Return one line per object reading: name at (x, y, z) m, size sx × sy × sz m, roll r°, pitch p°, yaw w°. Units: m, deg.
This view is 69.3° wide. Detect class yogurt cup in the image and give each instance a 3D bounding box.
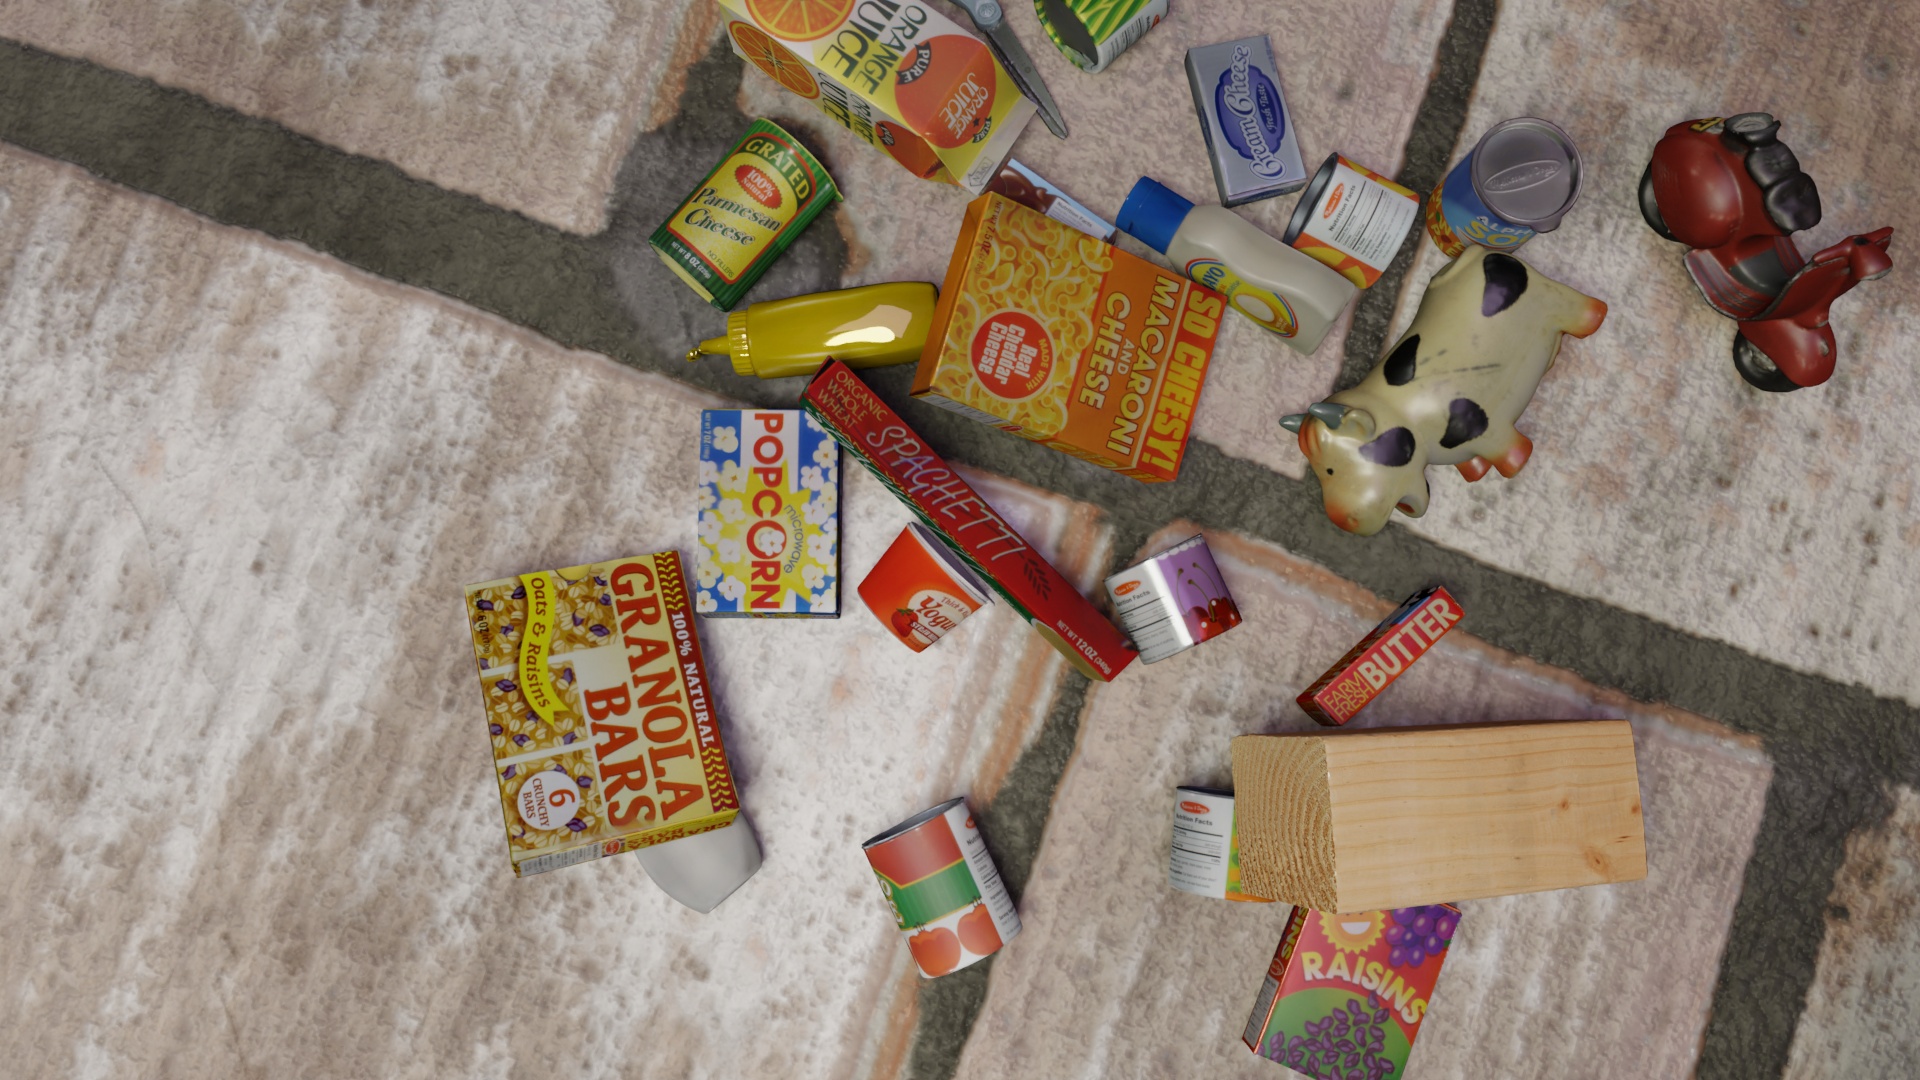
yogurt cup at (-0.025, 0.030, 0.831) m, size 0.054 × 0.072 × 0.072 m, roll -44°, pitch 86°, yaw 3°

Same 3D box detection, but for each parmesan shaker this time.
parmesan shaker at (-0.132, -0.197, 0.856) m, size 0.071 × 0.071 × 0.103 m, roll 40°, pitch 85°, yaw 4°

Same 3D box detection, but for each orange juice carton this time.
orange juice carton at (-0.049, -0.295, 0.864) m, size 0.193 × 0.073 × 0.072 m, roll 35°, pitch 84°, yaw 3°

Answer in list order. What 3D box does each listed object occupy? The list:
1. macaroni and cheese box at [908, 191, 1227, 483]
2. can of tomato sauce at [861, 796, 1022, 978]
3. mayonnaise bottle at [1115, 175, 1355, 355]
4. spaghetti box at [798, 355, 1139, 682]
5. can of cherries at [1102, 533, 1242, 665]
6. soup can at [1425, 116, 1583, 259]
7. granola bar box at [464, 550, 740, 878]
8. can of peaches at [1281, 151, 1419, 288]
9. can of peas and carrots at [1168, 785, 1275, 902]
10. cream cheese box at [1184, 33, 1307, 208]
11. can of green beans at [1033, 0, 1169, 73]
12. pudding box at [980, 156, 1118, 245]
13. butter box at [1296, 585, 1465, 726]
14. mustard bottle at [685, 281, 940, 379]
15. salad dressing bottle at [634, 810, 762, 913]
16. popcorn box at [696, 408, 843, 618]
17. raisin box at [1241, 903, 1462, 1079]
macaroni and cheese box at (0.067, -0.118, 0.831) m, size 0.166 × 0.040 × 0.124 m, roll 19°, pitch 84°, yaw -21°
can of tomato sauce at (-0.012, 0.202, 0.808) m, size 0.071 × 0.071 × 0.083 m, roll -25°, pitch 85°, yaw -3°
mayonnaise bottle at (0.167, -0.172, 0.858) m, size 0.148 × 0.064 × 0.041 m, roll 33°, pitch 75°, yaw 7°
spaghetti box at (0.003, -0.010, 0.821) m, size 0.250 × 0.050 × 0.029 m, roll 44°, pitch 81°, yaw -6°
can of cherries at (0.129, 0.035, 0.830) m, size 0.071 × 0.071 × 0.058 m, roll -25°, pitch 84°, yaw -3°
soup can at (0.331, -0.209, 0.851) m, size 0.071 × 0.083 × 0.071 m, roll 0°, pitch 84°, yaw 0°
granola bar box at (-0.206, 0.094, 0.795) m, size 0.124 × 0.039 × 0.166 m, roll -10°, pitch 67°, yaw -20°
can of peaches at (0.240, -0.197, 0.858) m, size 0.058 × 0.071 × 0.071 m, roll 26°, pitch 84°, yaw -2°
can of peas and carrots at (0.159, 0.177, 0.813) m, size 0.071 × 0.071 × 0.059 m, roll 7°, pitch 84°, yaw 0°
cream cheese box at (0.182, -0.268, 0.887) m, size 0.053 × 0.024 × 0.104 m, roll -13°, pitch 83°, yaw -2°
can of green beans at (0.088, -0.338, 0.874) m, size 0.058 × 0.071 × 0.071 m, roll -41°, pitch 85°, yaw -4°
pudding box at (0.051, -0.196, 0.874) m, size 0.084 × 0.030 × 0.050 m, roll 35°, pitch 85°, yaw 4°
butter box at (0.250, 0.070, 0.832) m, size 0.103 × 0.053 × 0.024 m, roll -41°, pitch 83°, yaw -5°
mustard bottle at (-0.090, -0.126, 0.849) m, size 0.160 × 0.065 × 0.049 m, roll -7°, pitch 88°, yaw 2°
salad dressing bottle at (-0.181, 0.151, 0.825) m, size 0.064 × 0.044 × 0.148 m, roll -41°, pitch 83°, yaw -3°
popcorn box at (-0.115, -0.016, 0.847) m, size 0.085 × 0.038 × 0.127 m, roll 0°, pitch 83°, yaw -2°
raisin box at (0.229, 0.256, 0.817) m, size 0.086 × 0.040 × 0.123 m, roll 23°, pitch 83°, yaw 3°
